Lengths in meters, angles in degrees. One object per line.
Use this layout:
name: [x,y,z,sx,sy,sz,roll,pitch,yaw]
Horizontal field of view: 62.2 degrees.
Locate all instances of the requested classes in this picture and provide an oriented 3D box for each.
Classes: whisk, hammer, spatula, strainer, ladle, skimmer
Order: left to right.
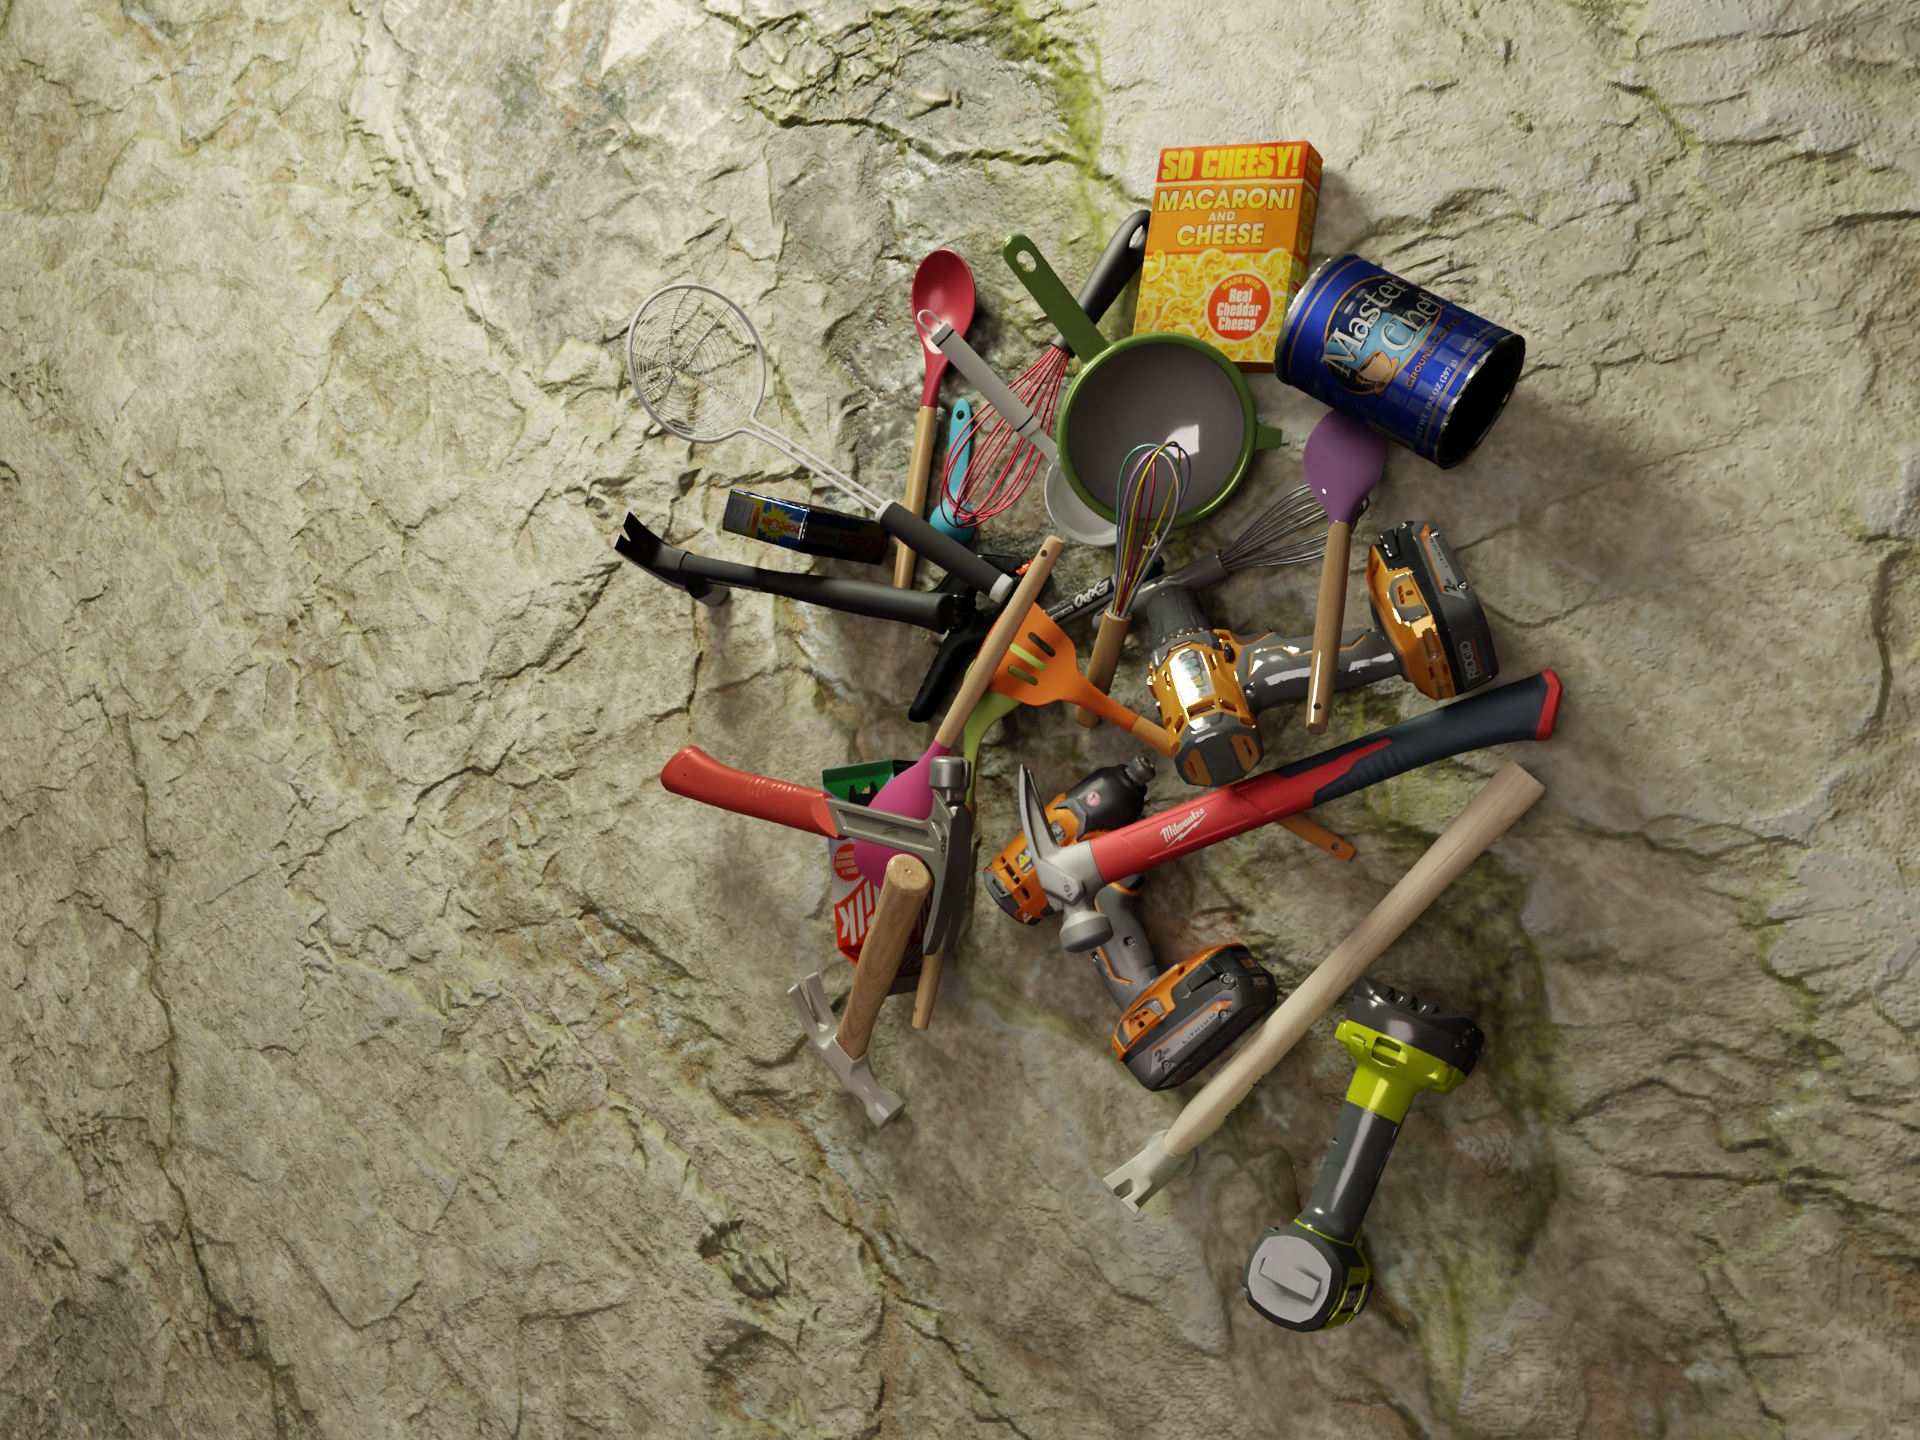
hammer: [-0.144,-0.115,1.326,0.335,0.146,0.035,13,79,35]
hammer: [-0.129,0.082,1.307,0.359,0.036,0.149,10,95,44]
skimmer: [-0.107,-0.216,1.276,0.363,0.090,0.127,34,64,8]
hammer: [-0.070,0.201,1.236,0.130,0.031,0.331,45,146,20]
ladle: [-0.031,-0.241,1.359,0.069,0.031,0.315,11,94,37]
ladle: [0.010,0.093,1.282,0.078,0.062,0.320,14,92,66]
strainer: [0.059,-0.226,1.249,0.258,0.050,0.087,45,78,-12]
whisk: [0.072,-0.283,1.289,0.073,0.073,0.296,37,100,26]
strainer: [0.113,-0.263,1.205,0.151,0.069,0.256,-37,106,11]
whisk: [0.123,-0.100,1.210,0.051,0.047,0.244,16,120,3]
spatula: [0.154,0.015,1.200,0.323,0.041,0.081,32,97,10]
whisk: [0.200,-0.117,1.210,0.239,0.055,0.055,-26,75,30]
hammer: [0.231,0.034,1.134,0.386,0.038,0.143,-22,71,12]
hammer: [0.254,0.189,1.115,0.038,0.146,0.410,44,103,18]
spatula: [0.256,-0.114,1.092,0.060,0.018,0.316,-1,49,21]

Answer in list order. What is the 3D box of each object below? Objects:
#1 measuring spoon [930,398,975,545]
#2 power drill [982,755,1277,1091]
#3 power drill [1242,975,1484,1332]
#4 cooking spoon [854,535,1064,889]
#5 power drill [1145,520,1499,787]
measuring spoon: [-0.007,-0.210,1.345,0.042,0.021,0.128,4,90,29]
power drill: [0.135,0.146,1.209,0.164,0.084,0.227,-47,62,18]
power drill: [0.274,0.301,1.077,0.080,0.190,0.228,21,82,29]
cooking spoon: [-0.002,-0.004,1.239,0.069,0.017,0.319,39,110,29]
power drill: [0.240,-0.061,1.126,0.226,0.084,0.186,-21,41,11]
